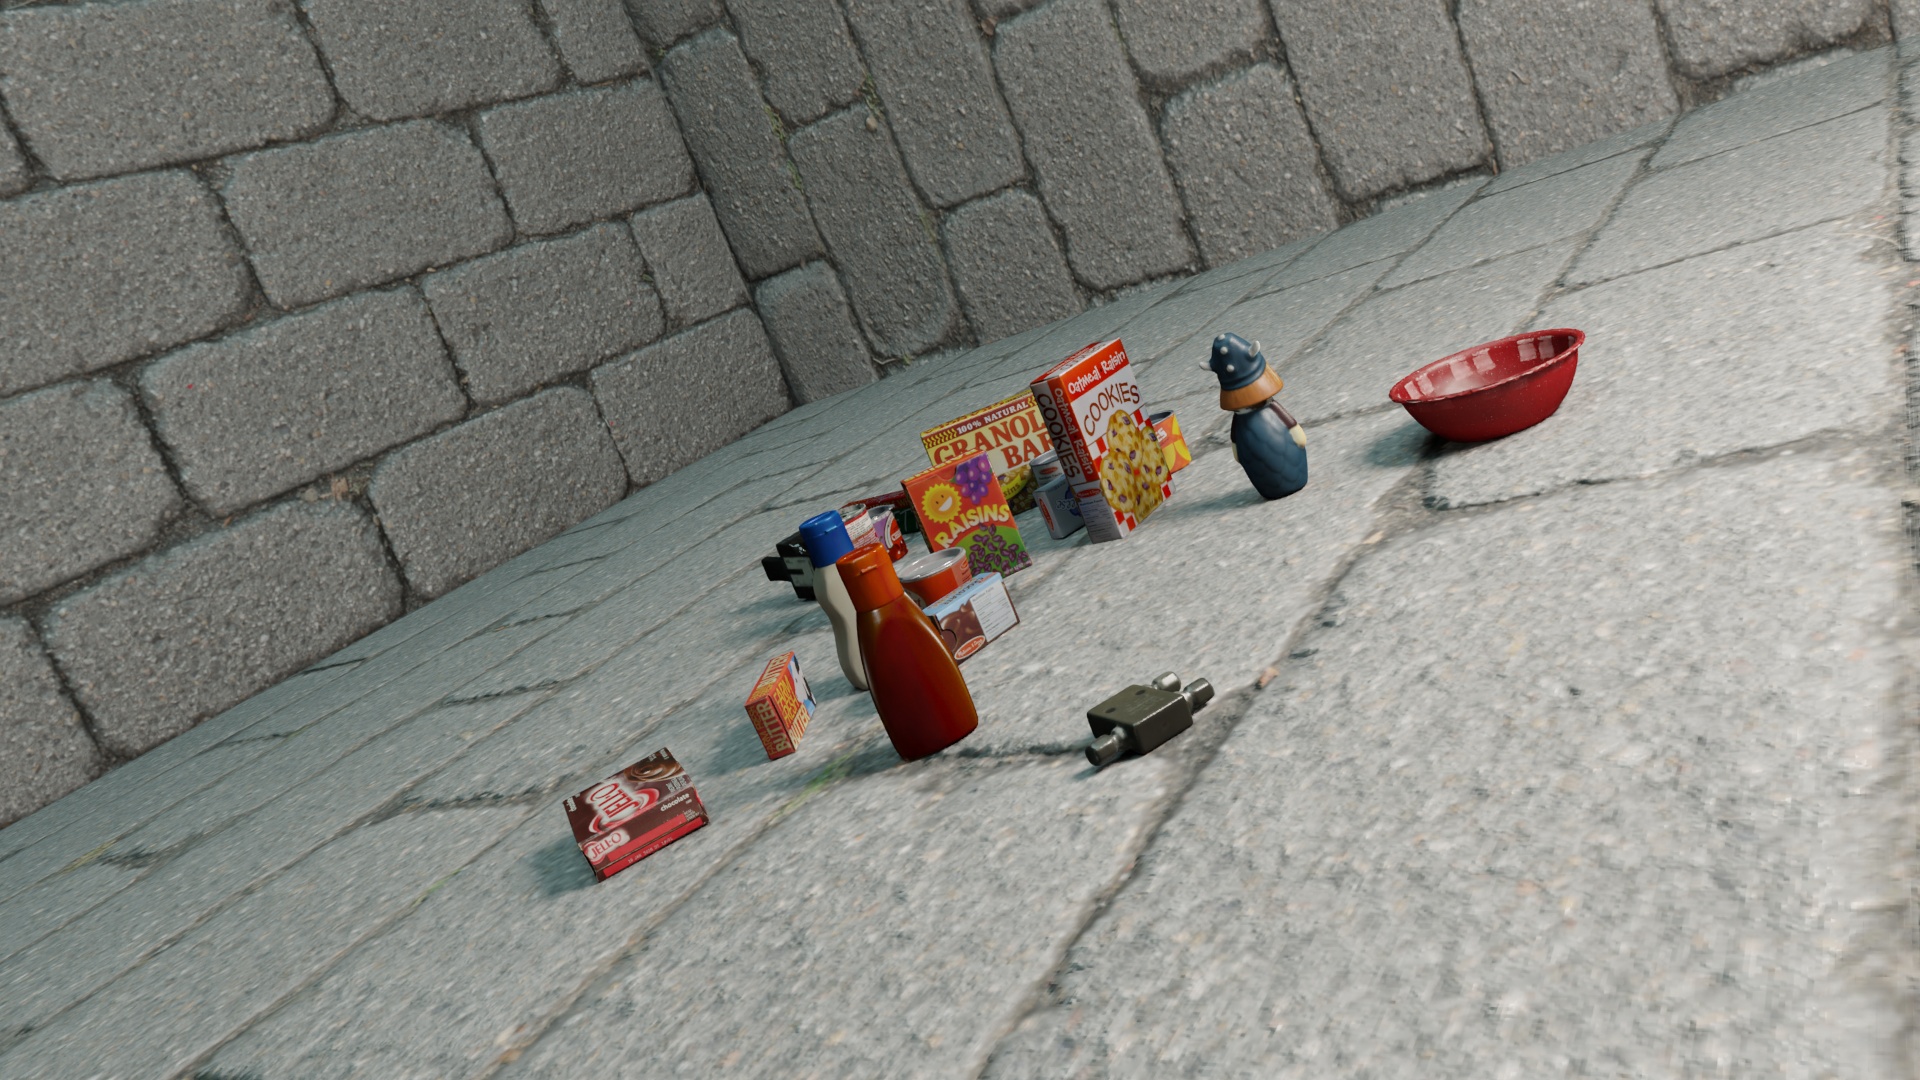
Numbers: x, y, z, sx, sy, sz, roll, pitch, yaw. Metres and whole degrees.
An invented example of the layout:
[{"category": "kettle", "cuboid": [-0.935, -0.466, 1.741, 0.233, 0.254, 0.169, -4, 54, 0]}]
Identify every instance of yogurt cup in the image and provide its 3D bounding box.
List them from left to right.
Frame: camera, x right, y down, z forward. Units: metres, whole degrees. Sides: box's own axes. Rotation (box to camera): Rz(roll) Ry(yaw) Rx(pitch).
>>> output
[{"category": "yogurt cup", "cuboid": [-0.018, 0.043, 1.281, 0.072, 0.054, 0.072, -21, 12, 5]}]

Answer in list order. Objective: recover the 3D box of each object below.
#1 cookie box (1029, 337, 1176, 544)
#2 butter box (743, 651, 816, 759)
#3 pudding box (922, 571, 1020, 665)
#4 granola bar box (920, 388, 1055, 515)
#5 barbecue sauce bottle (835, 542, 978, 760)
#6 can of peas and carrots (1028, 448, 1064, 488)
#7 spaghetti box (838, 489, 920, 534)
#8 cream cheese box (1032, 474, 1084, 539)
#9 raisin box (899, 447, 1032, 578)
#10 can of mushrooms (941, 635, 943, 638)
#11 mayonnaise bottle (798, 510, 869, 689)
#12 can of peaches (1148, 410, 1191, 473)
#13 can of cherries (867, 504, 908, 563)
[{"category": "cookie box", "cuboid": [0.139, -0.098, 1.341, 0.040, 0.167, 0.123, -13, 15, 39]}, {"category": "butter box", "cuboid": [-0.145, 0.133, 1.127, 0.024, 0.053, 0.104, -21, 12, 9]}, {"category": "pudding box", "cuboid": [0.006, 0.065, 1.157, 0.084, 0.049, 0.030, -32, 15, -38]}, {"category": "granola bar box", "cuboid": [0.053, -0.094, 1.572, 0.165, 0.124, 0.039, -22, 12, 3]}, {"category": "barbecue sauce bottle", "cuboid": [-0.042, 0.075, 0.969, 0.065, 0.148, 0.044, -25, 12, -10]}, {"category": "can of peas and carrots", "cuboid": [0.117, -0.070, 1.516, 0.071, 0.058, 0.071, -21, 12, 5]}, {"category": "spaghetti box", "cuboid": [-0.056, -0.038, 1.700, 0.249, 0.050, 0.029, -11, 17, 42]}, {"category": "cream cheese box", "cuboid": [0.124, -0.047, 1.415, 0.104, 0.053, 0.024, -30, 14, -32]}, {"category": "raisin box", "cuboid": [0.005, -0.017, 1.334, 0.086, 0.123, 0.040, -24, 12, -8]}, {"category": "can of mushrooms", "cuboid": [-0.039, 0.105, 1.106, 0.071, 0.033, 0.071, -21, 12, 5]}, {"category": "mayonnaise bottle", "cuboid": [-0.091, 0.048, 1.169, 0.065, 0.147, 0.041, -28, 13, -25]}, {"category": "can of peaches", "cuboid": [0.207, -0.100, 1.486, 0.071, 0.058, 0.071, -21, 12, 5]}, {"category": "can of cherries", "cuboid": [-0.098, -0.002, 1.604, 0.071, 0.058, 0.071, -21, 12, 5]}]
